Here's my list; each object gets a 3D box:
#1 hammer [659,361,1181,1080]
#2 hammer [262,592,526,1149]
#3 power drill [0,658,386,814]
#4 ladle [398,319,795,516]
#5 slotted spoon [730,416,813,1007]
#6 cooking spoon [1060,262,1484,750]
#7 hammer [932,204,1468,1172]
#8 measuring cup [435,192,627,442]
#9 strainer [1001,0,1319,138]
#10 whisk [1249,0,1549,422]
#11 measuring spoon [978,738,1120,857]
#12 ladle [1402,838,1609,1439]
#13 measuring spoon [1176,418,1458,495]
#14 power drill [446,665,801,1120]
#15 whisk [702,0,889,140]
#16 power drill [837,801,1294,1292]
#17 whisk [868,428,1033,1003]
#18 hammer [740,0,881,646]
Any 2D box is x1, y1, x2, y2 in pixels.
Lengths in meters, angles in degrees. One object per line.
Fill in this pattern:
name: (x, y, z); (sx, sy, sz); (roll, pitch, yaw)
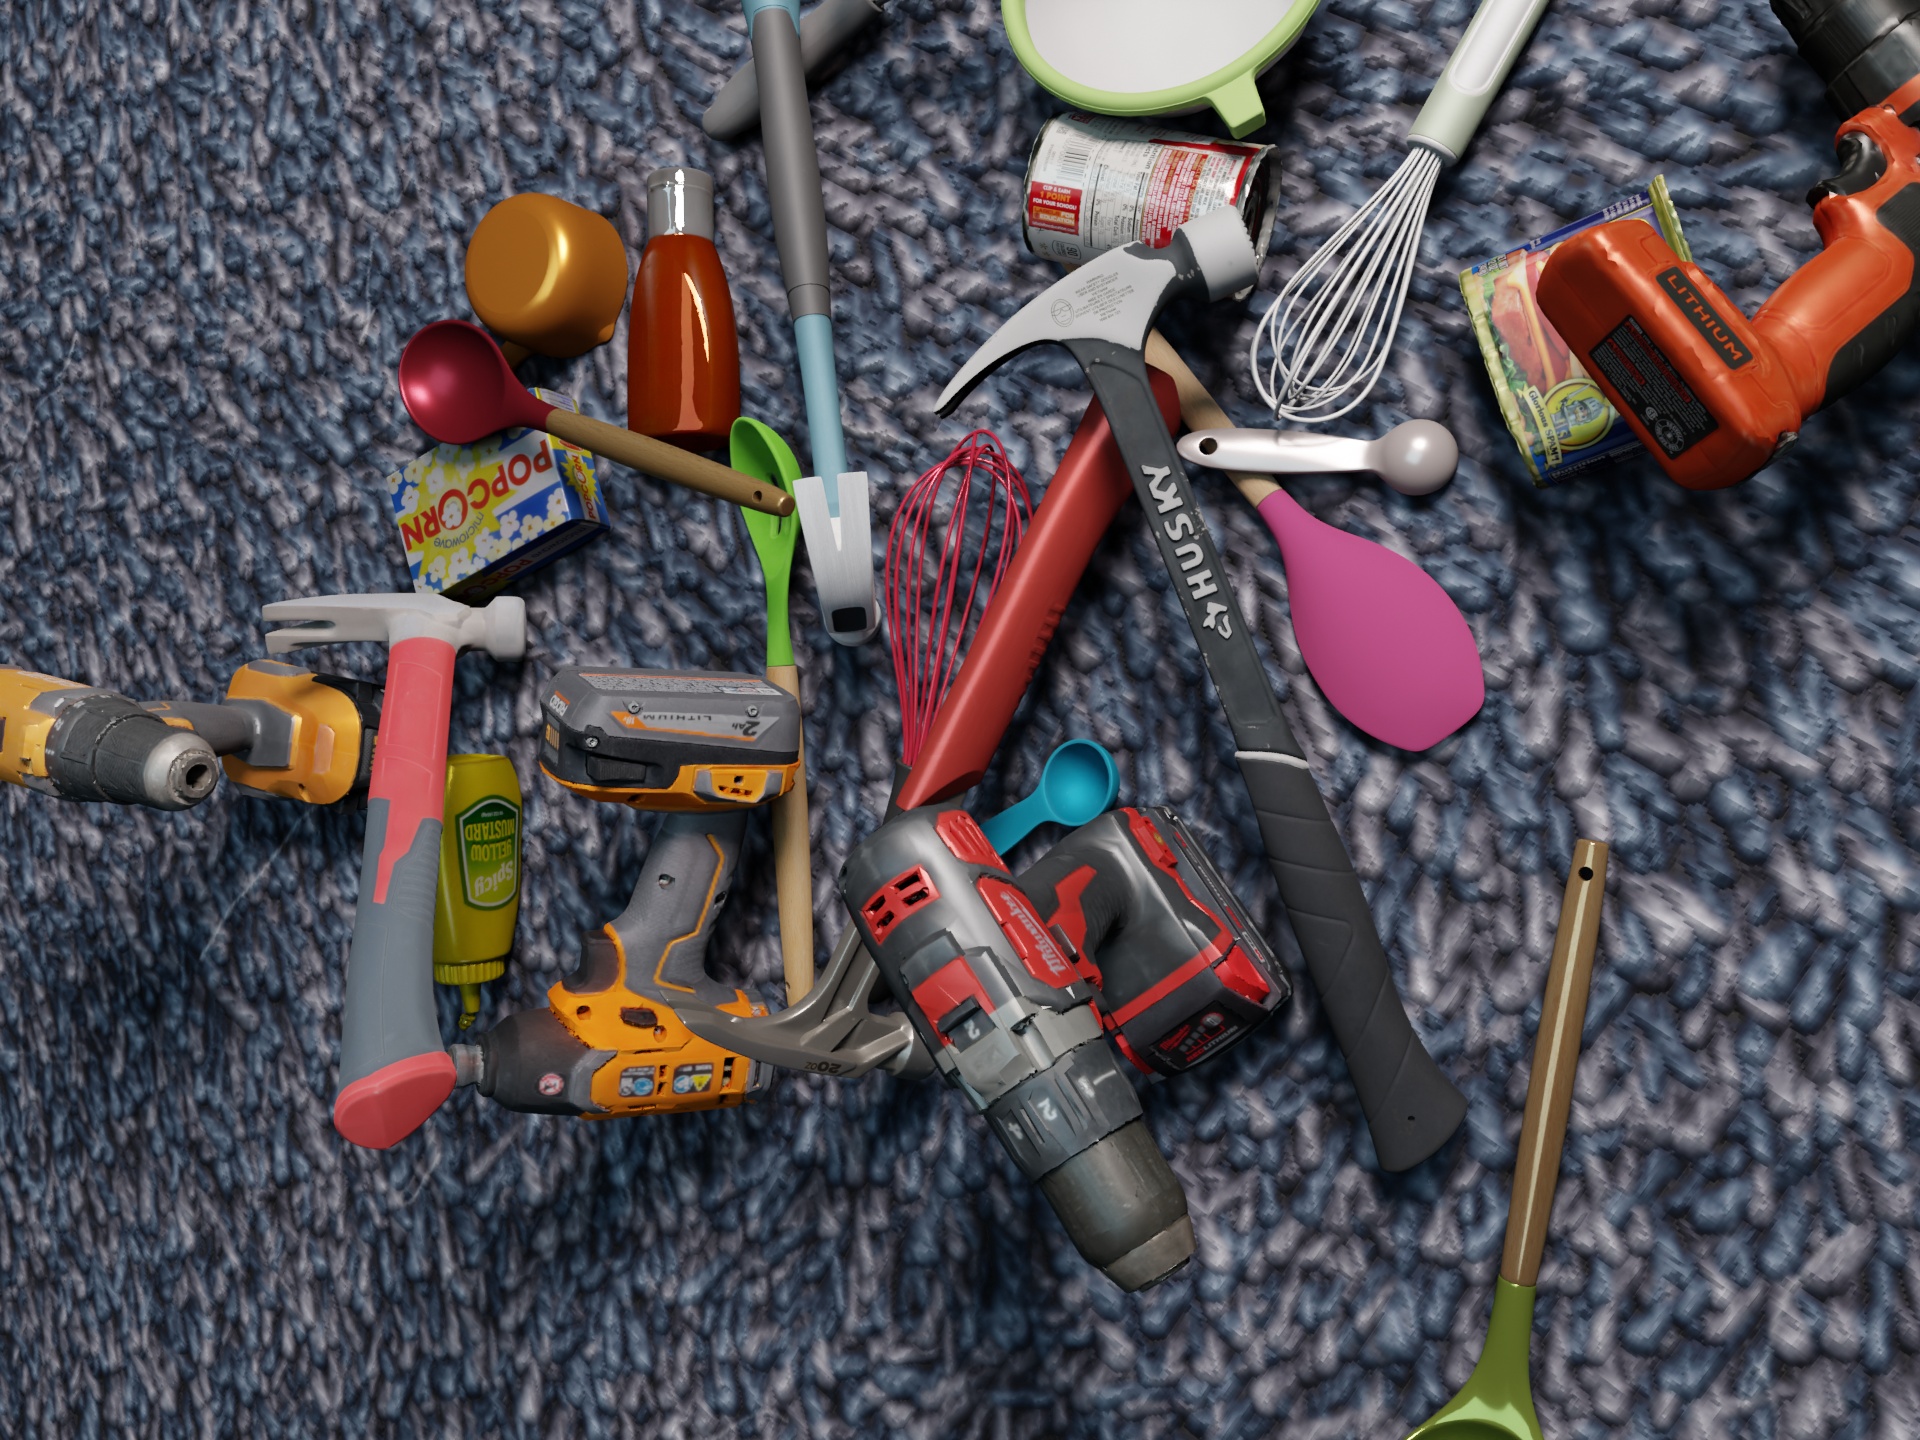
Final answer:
hammer: (-0.001, -0.002, 0.731); (0.037, 0.149, 0.359); (32, 97, 51)
hammer: (-0.286, 0.048, 0.771); (0.387, 0.143, 0.038); (-110, 23, -53)
power drill: (-0.421, 0.012, 0.899); (0.185, 0.226, 0.084); (11, 94, 27)
ladle: (-0.197, -0.152, 0.833); (0.316, 0.031, 0.069); (24, 105, 36)
slotted spoon: (-0.094, -0.003, 0.841); (0.070, 0.031, 0.314); (-2, 91, 62)
cooking spoon: (0.127, -0.121, 0.735); (0.068, 0.017, 0.319); (-40, 72, 18)
hammer: (0.121, 0.000, 0.679); (0.149, 0.036, 0.409); (-21, 92, 9)
measuring cup: (-0.270, -0.229, 0.923); (0.173, 0.052, 0.095); (-44, 71, 18)
strainer: (0.053, -0.339, 0.743); (0.256, 0.069, 0.151); (16, 82, 25)
whisk: (0.199, -0.239, 0.686); (0.058, 0.059, 0.246); (31, 98, 12)
measuring spoon: (0.032, 0.053, 0.786); (0.128, 0.021, 0.042); (-37, 60, 31)
ladle: (0.232, 0.207, 0.655); (0.078, 0.062, 0.320); (10, 91, 27)
measuring spoon: (0.157, -0.121, 0.707); (0.124, 0.018, 0.034); (5, 81, 17)
power drill: (-0.166, 0.091, 0.789); (0.084, 0.164, 0.226); (27, 112, 59)
whisk: (-0.048, -0.376, 0.819); (0.239, 0.055, 0.055); (-29, 76, 29)
power drill: (0.060, 0.118, 0.648); (0.080, 0.226, 0.188); (-40, 72, 21)
whisk: (-0.017, 0.003, 0.788); (0.073, 0.073, 0.295); (18, 103, 27)
hammer: (-0.075, -0.208, 0.785); (0.033, 0.128, 0.331); (-8, 84, -2)
